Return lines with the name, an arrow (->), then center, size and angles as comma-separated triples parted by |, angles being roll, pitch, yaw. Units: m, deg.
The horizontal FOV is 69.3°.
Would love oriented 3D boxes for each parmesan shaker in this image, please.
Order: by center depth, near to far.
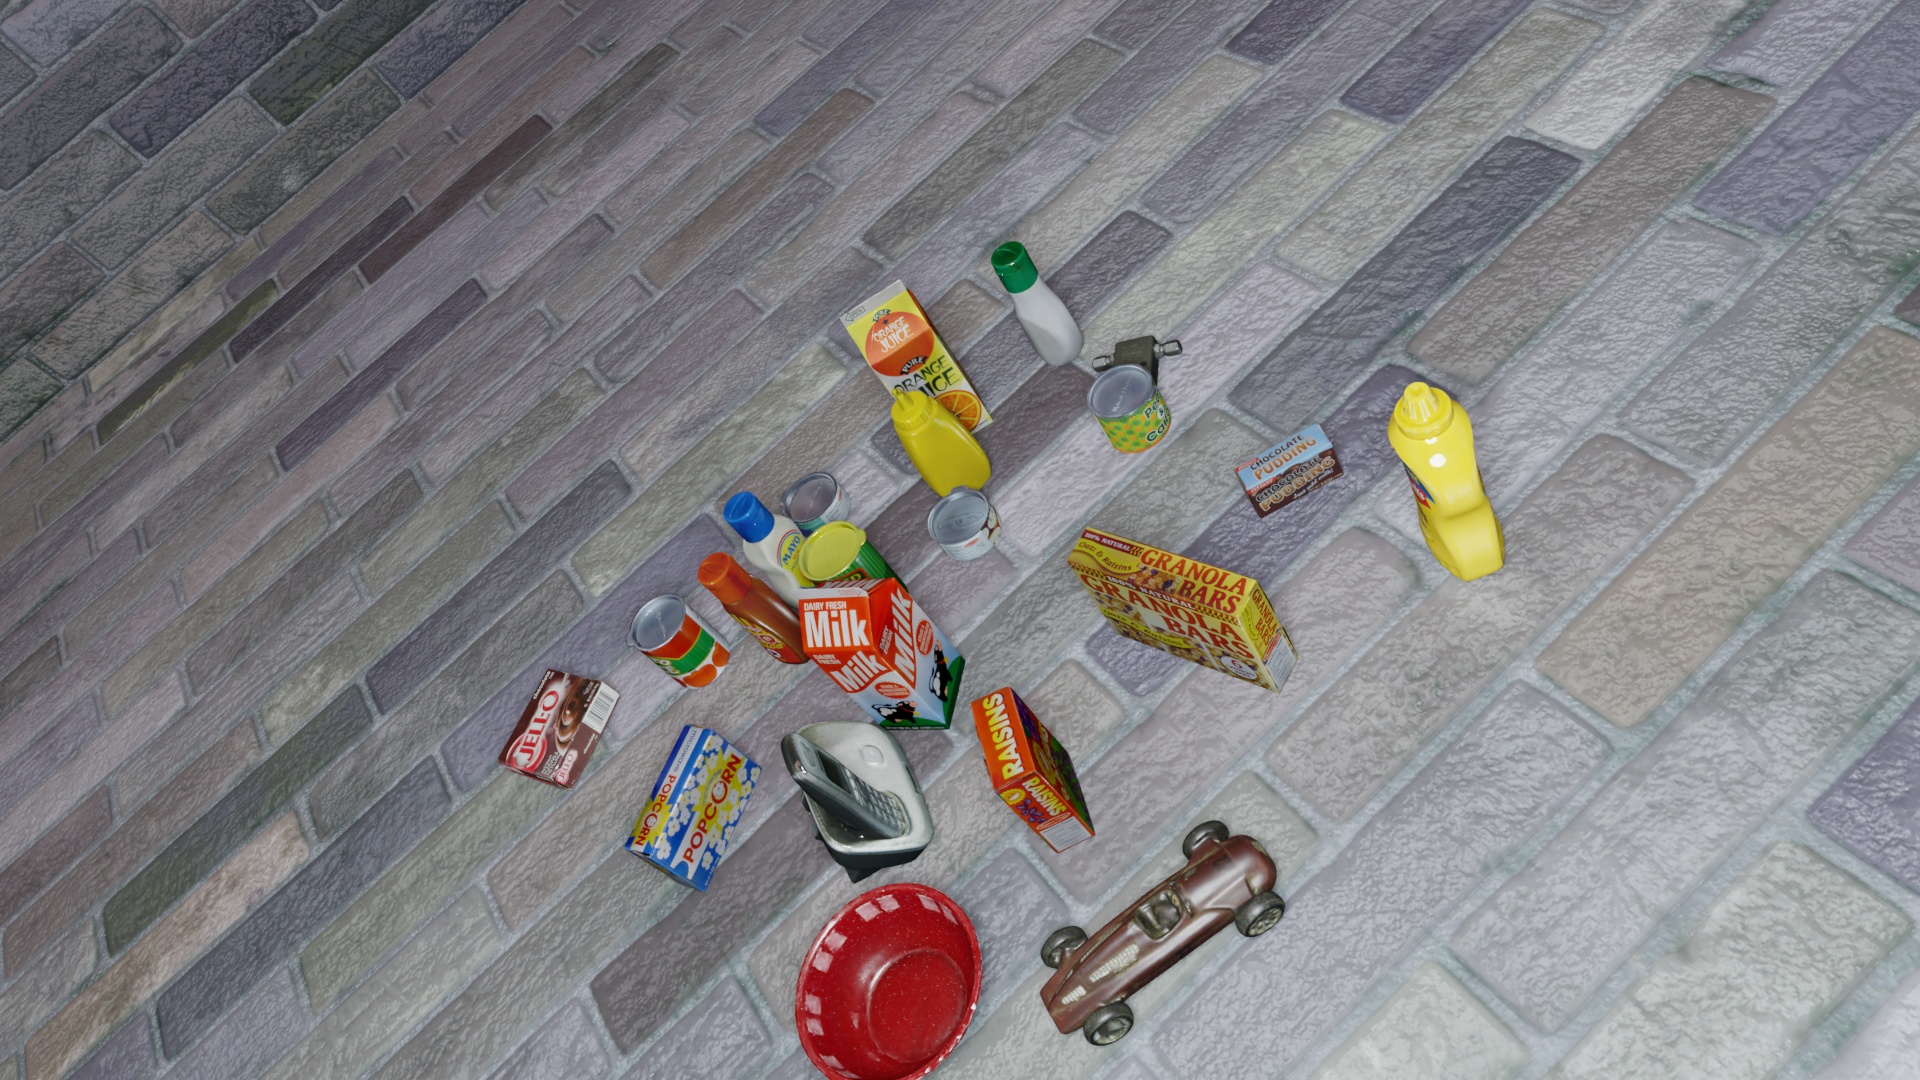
parmesan shaker -> -0.098, 0.036, 1.327 | 0.071, 0.102, 0.071 | -16, 50, 20

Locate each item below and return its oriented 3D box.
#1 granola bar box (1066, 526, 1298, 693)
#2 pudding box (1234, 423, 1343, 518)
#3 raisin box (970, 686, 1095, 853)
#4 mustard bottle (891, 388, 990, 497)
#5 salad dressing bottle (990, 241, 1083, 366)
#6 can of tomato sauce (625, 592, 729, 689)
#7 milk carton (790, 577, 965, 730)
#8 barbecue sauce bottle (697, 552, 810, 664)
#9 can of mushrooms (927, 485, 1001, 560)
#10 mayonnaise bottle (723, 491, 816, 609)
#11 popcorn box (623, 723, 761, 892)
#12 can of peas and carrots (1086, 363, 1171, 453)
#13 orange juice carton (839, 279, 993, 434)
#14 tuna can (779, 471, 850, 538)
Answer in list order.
granola bar box -> 0.181, 0.055, 1.133 | 0.165, 0.124, 0.039 | 19, 68, 39
pudding box -> 0.287, -0.061, 1.212 | 0.083, 0.049, 0.030 | -29, 47, 8
raisin box -> 0.057, 0.183, 1.108 | 0.040, 0.123, 0.086 | -26, 47, 11
mustard bottle -> -0.027, -0.102, 1.352 | 0.065, 0.159, 0.049 | -39, 46, -1
salad dressing bottle -> 0.077, -0.239, 1.405 | 0.064, 0.147, 0.044 | 28, 74, 42
can of tomato sauce -> -0.283, 0.103, 1.398 | 0.071, 0.083, 0.071 | -16, 50, 20
milk carton -> -0.072, 0.091, 1.208 | 0.072, 0.190, 0.074 | -5, 54, 28
barbecue sauce bottle -> -0.196, 0.065, 1.331 | 0.065, 0.148, 0.044 | 14, 64, 37
can of mushrooms -> 0.005, -0.017, 1.355 | 0.071, 0.033, 0.071 | -16, 50, 20
mayonnaise bottle -> -0.178, 0.008, 1.364 | 0.041, 0.147, 0.065 | 9, 62, 35
popcorn box -> -0.241, 0.243, 1.264 | 0.038, 0.085, 0.127 | 5, 59, 34
can of peas and carrots -> 0.164, -0.126, 1.328 | 0.071, 0.058, 0.071 | -16, 50, 20
orange juice carton -> -0.046, -0.180, 1.401 | 0.072, 0.192, 0.073 | -32, 46, 6
tuna can -> -0.154, -0.037, 1.464 | 0.071, 0.032, 0.071 | -16, 50, 20
